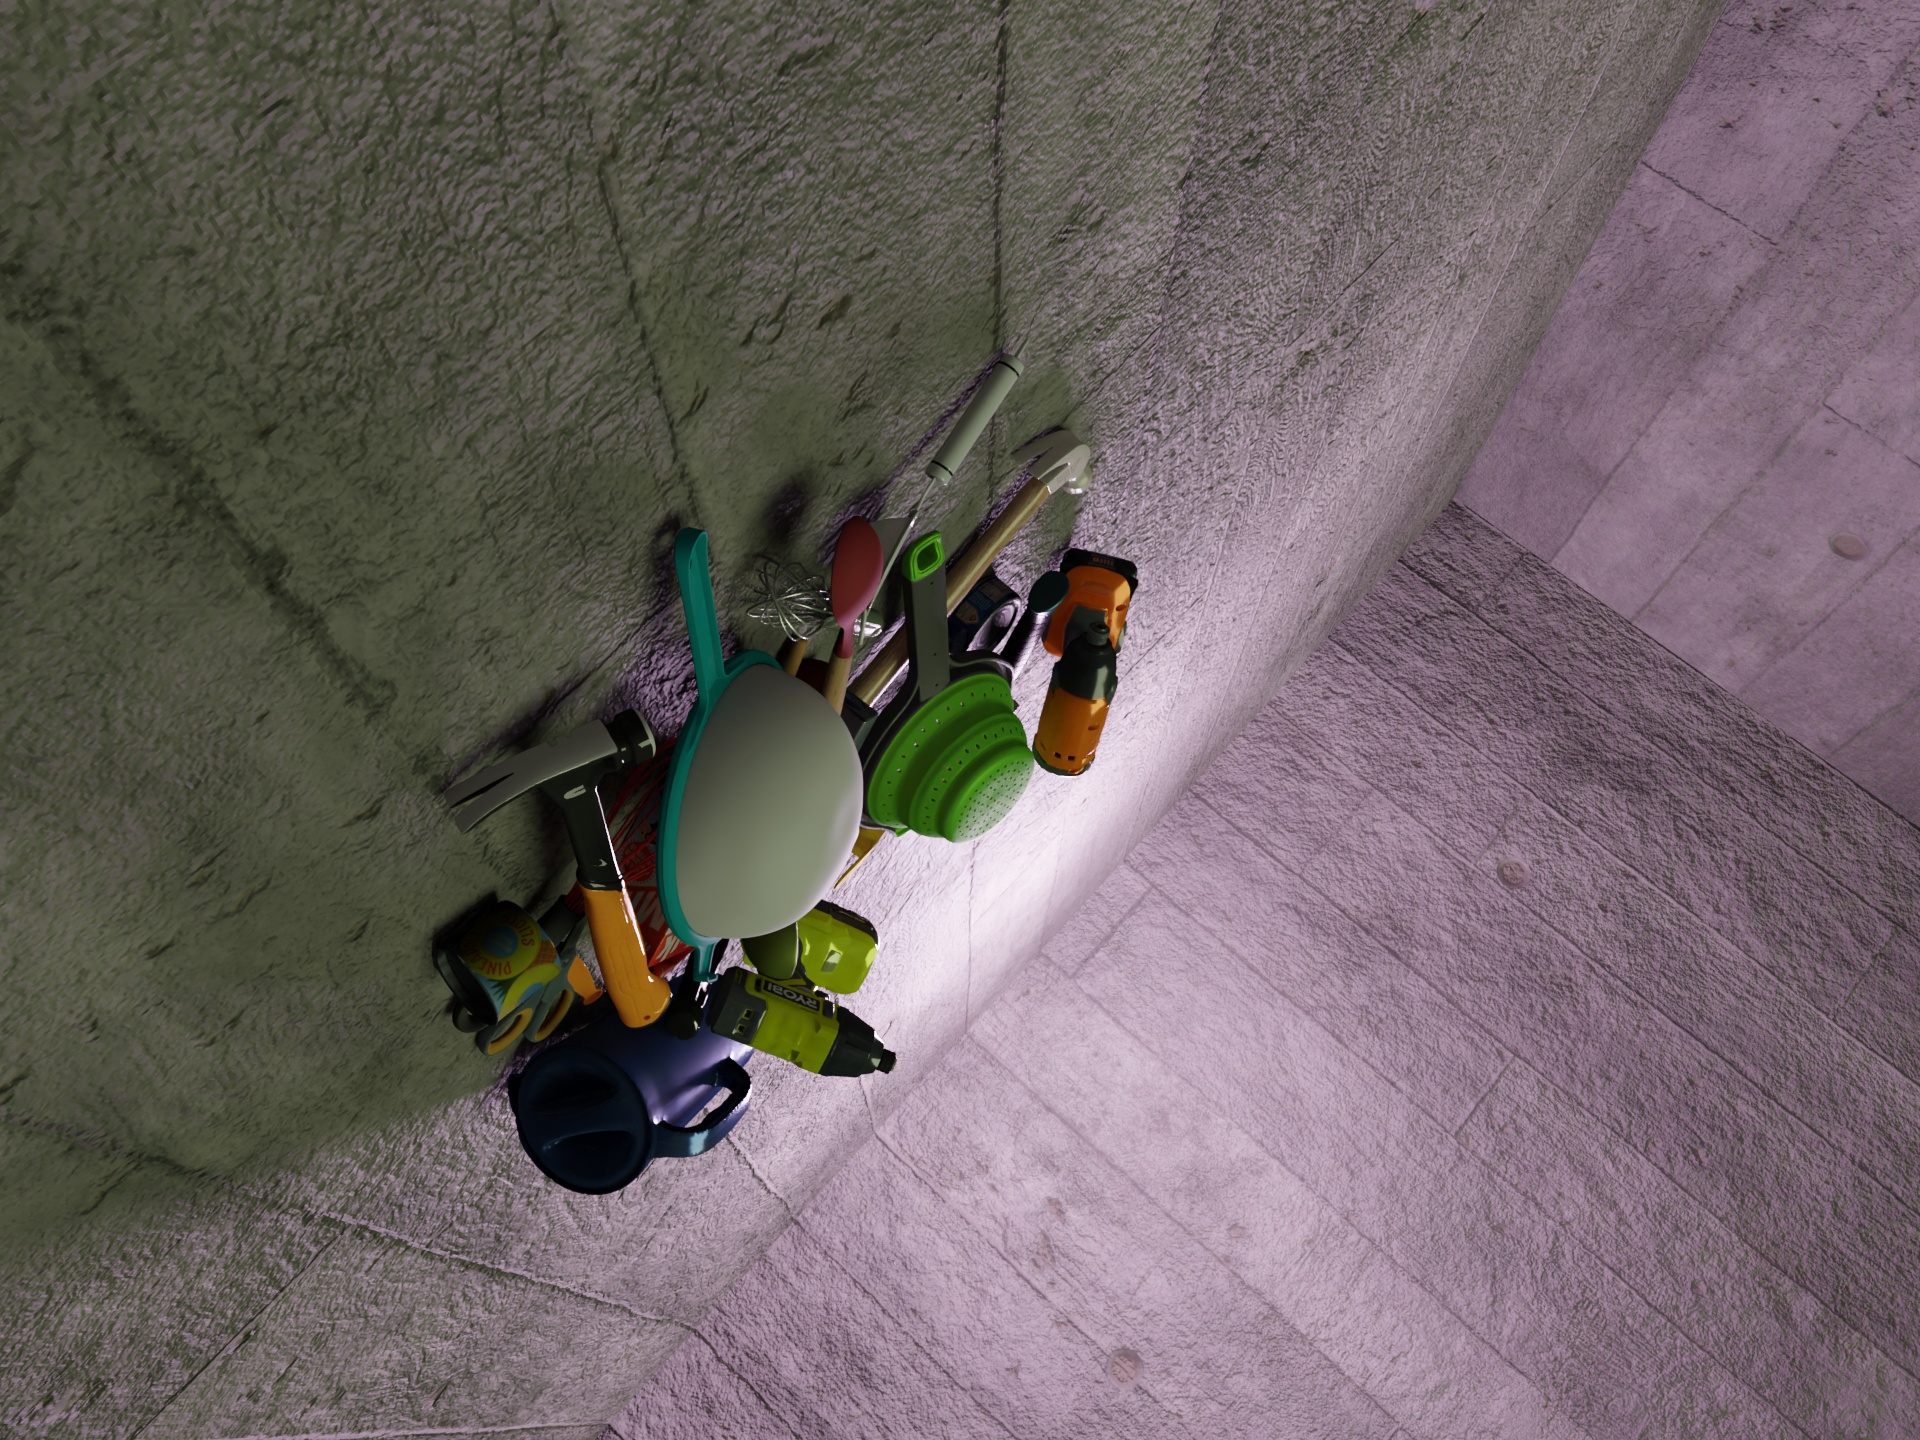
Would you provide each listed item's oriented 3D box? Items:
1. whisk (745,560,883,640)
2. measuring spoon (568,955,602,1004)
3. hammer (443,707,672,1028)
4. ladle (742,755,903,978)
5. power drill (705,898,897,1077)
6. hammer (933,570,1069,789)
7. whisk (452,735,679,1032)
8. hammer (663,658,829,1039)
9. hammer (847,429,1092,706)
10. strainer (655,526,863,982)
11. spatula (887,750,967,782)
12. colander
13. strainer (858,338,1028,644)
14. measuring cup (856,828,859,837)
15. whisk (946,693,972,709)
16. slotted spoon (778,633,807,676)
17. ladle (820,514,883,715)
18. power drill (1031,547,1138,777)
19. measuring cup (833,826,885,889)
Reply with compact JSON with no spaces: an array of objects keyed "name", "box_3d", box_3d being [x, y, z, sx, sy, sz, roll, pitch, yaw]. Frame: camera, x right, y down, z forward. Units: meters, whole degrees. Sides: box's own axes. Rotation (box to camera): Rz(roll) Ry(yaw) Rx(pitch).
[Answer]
[{"name":"whisk","box_3d":[-0.099,-0.080,1.174,0.058,0.059,0.246,-26,173,11]},{"name":"measuring spoon","box_3d":[-0.318,0.212,1.319,0.021,0.011,0.116,-36,158,-16]},{"name":"hammer","box_3d":[-0.249,0.125,1.086,0.127,0.034,0.336,-25,147,-19]},{"name":"ladle","box_3d":[-0.113,0.121,1.478,0.320,0.062,0.078,-54,164,-51]},{"name":"power drill","box_3d":[-0.140,0.248,1.482,0.223,0.171,0.080,-97,-149,-71]},{"name":"hammer","box_3d":[0.041,-0.040,1.574,0.128,0.033,0.330,-46,171,-32]},{"name":"whisk","box_3d":[-0.267,0.121,1.150,0.296,0.073,0.073,-46,165,7]},{"name":"hammer","box_3d":[-0.174,0.099,1.350,0.149,0.036,0.359,-81,-166,-61]},{"name":"hammer","box_3d":[-0.004,-0.118,1.376,0.331,0.031,0.130,-49,165,-1]},{"name":"strainer","box_3d":[-0.124,0.016,1.057,0.340,0.095,0.211,88,19,-45]},{"name":"spatula","box_3d":[-0.057,0.064,1.525,0.081,0.041,0.322,-36,168,29]},{"name":"colander","box_3d":[-0.002,-0.004,1.373,0.204,0.095,0.396,-36,151,-22]},{"name":"strainer","box_3d":[-0.022,-0.175,1.163,0.258,0.050,0.087,-57,-177,-6]},{"name":"measuring cup","box_3d":[-0.151,0.147,1.525,0.168,0.038,0.083,-50,171,-44]},{"name":"whisk","box_3d":[-0.043,-0.004,1.528,0.051,0.047,0.245,-45,174,32]},{"name":"slotted spoon","box_3d":[-0.184,0.064,1.273,0.031,0.070,0.313,4,123,-40]},{"name":"ladle","box_3d":[-0.090,-0.036,1.150,0.315,0.031,0.069,109,3,-56]},{"name":"power drill","box_3d":[0.123,-0.074,1.558,0.227,0.084,0.164,-78,-179,-51]},{"name":"measuring cup","box_3d":[-0.108,0.131,1.616,0.062,0.029,0.156,-54,177,23]}]
